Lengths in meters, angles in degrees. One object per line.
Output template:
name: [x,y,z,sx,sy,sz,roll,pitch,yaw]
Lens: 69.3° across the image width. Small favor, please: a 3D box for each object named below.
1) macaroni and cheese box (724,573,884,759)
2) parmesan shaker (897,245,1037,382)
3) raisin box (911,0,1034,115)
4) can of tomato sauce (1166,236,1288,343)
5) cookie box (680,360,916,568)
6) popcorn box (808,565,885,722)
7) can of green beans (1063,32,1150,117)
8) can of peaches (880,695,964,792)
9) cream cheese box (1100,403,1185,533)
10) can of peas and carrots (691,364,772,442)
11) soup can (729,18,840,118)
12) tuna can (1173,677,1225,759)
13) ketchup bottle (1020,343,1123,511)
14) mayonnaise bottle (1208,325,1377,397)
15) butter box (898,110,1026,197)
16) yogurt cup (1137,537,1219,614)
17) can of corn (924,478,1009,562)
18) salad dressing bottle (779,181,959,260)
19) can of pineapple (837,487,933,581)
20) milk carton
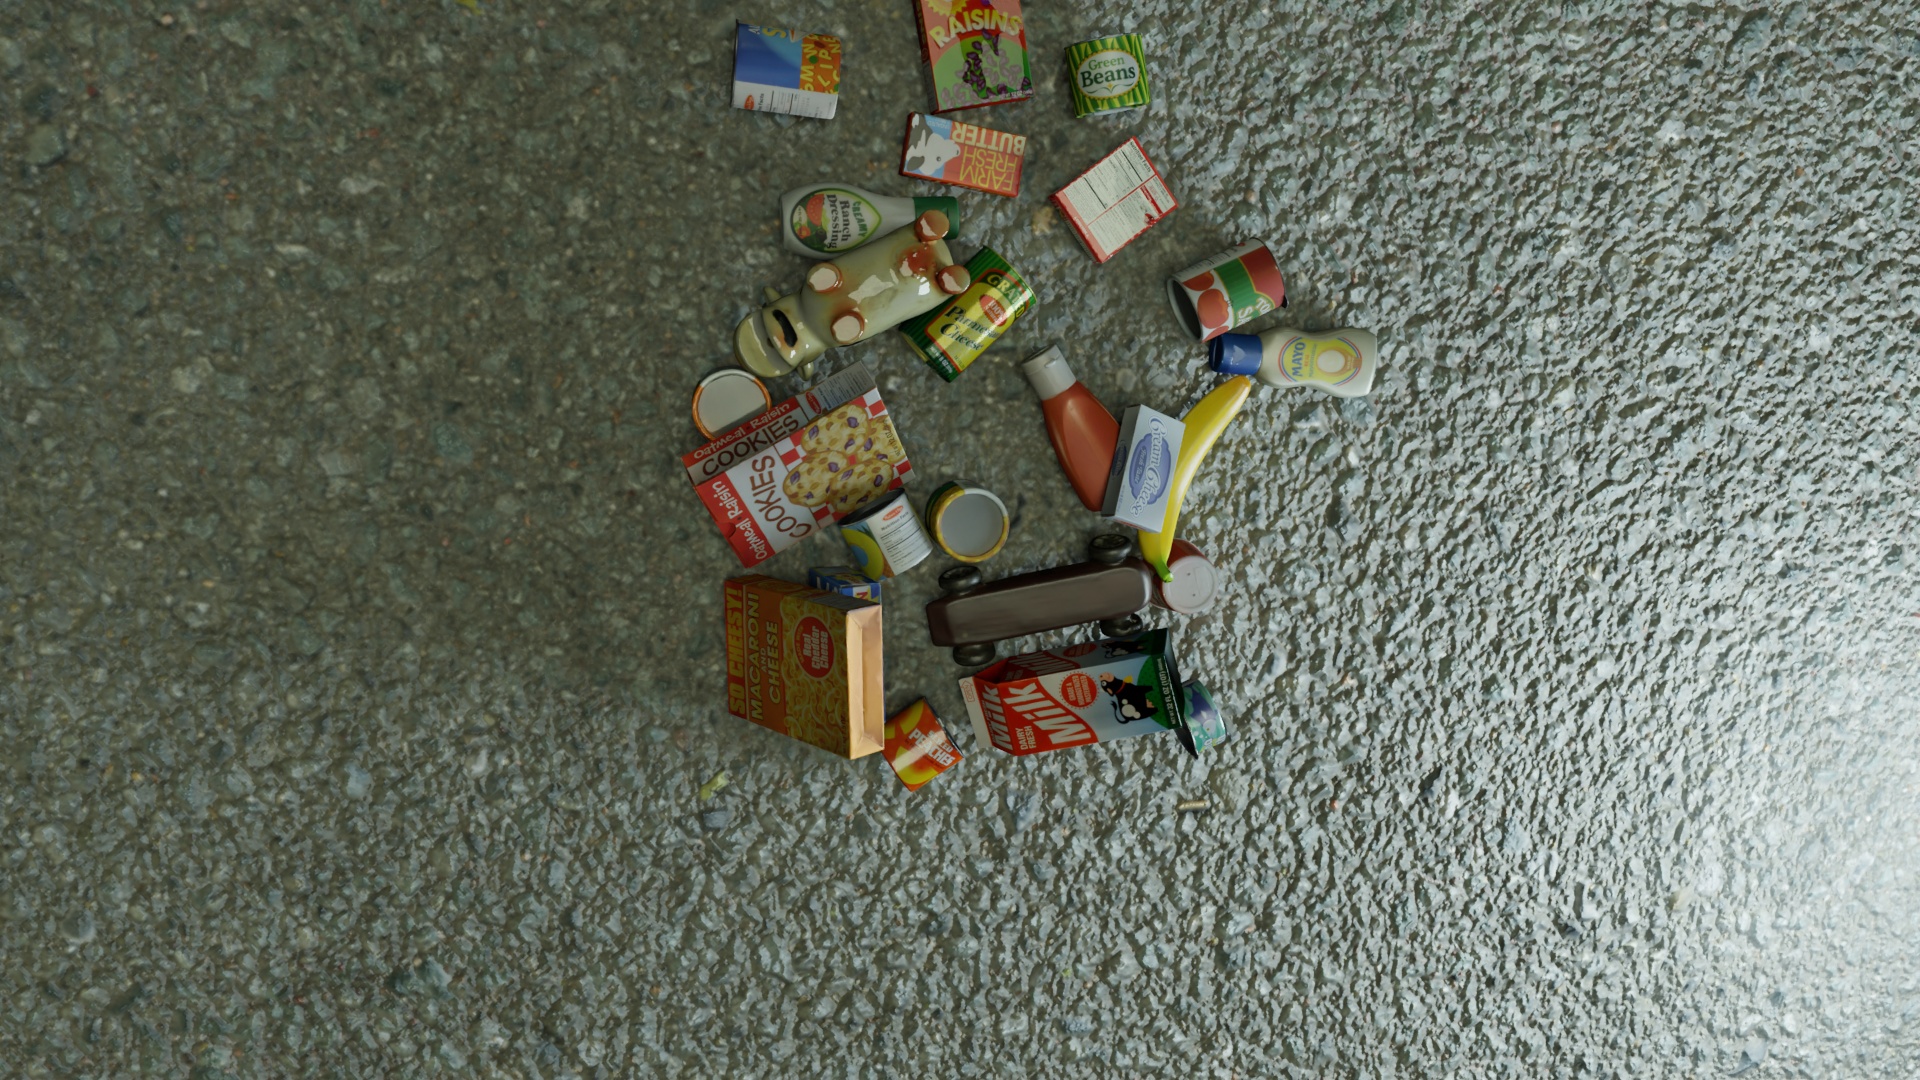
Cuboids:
macaroni and cheese box: [-0.132,0.102,1.159,0.040,0.166,0.123,-10,104,-43]
parmesan shaker: [0.007,-0.190,1.185,0.103,0.071,0.071,-44,104,-1]
raisin box: [0.009,-0.425,1.159,0.086,0.040,0.123,-12,103,-8]
can of tomato sauce: [0.234,-0.218,1.223,0.083,0.071,0.071,-25,103,-5]
cookie box: [-0.132,-0.060,1.158,0.167,0.040,0.122,-29,143,-5]
popcorn box: [-0.099,0.091,1.198,0.038,0.085,0.126,-6,101,-23]
can of green beans: [0.124,-0.392,1.173,0.071,0.071,0.057,-12,102,-9]
can of peaches: [-0.038,0.182,1.235,0.058,0.071,0.071,-33,104,-3]
cream cheese box: [0.160,-0.062,1.216,0.053,0.024,0.104,19,78,-27]
can of peas and carrots: [-0.191,-0.110,1.163,0.071,0.059,0.070,-2,100,-10]
soup can: [-0.142,-0.382,1.124,0.084,0.071,0.071,3,99,-12]
tuna can: [0.216,0.164,1.282,0.033,0.071,0.071,-23,103,-7]
ketchup bottle: [0.105,-0.102,1.229,0.065,0.043,0.148,-34,104,-12]
mayonnaise bottle: [0.301,-0.165,1.257,0.148,0.041,0.064,2,101,-12]
butter box: [0.003,-0.327,1.182,0.103,0.024,0.053,9,97,-12]
yogurt cup: [0.201,0.035,1.265,0.072,0.054,0.072,-2,100,-11]
can of corn: [0.004,-0.015,1.217,0.071,0.058,0.071,-2,100,-10]
salad dressing bottle: [-0.076,-0.269,1.166,0.148,0.044,0.064,-4,102,-10]
can of pineapple: [-0.065,-0.005,1.203,0.071,0.071,0.057,-29,104,-5]
milk carton: [0.098,0.138,1.237,0.190,0.074,0.072,-13,102,13]
